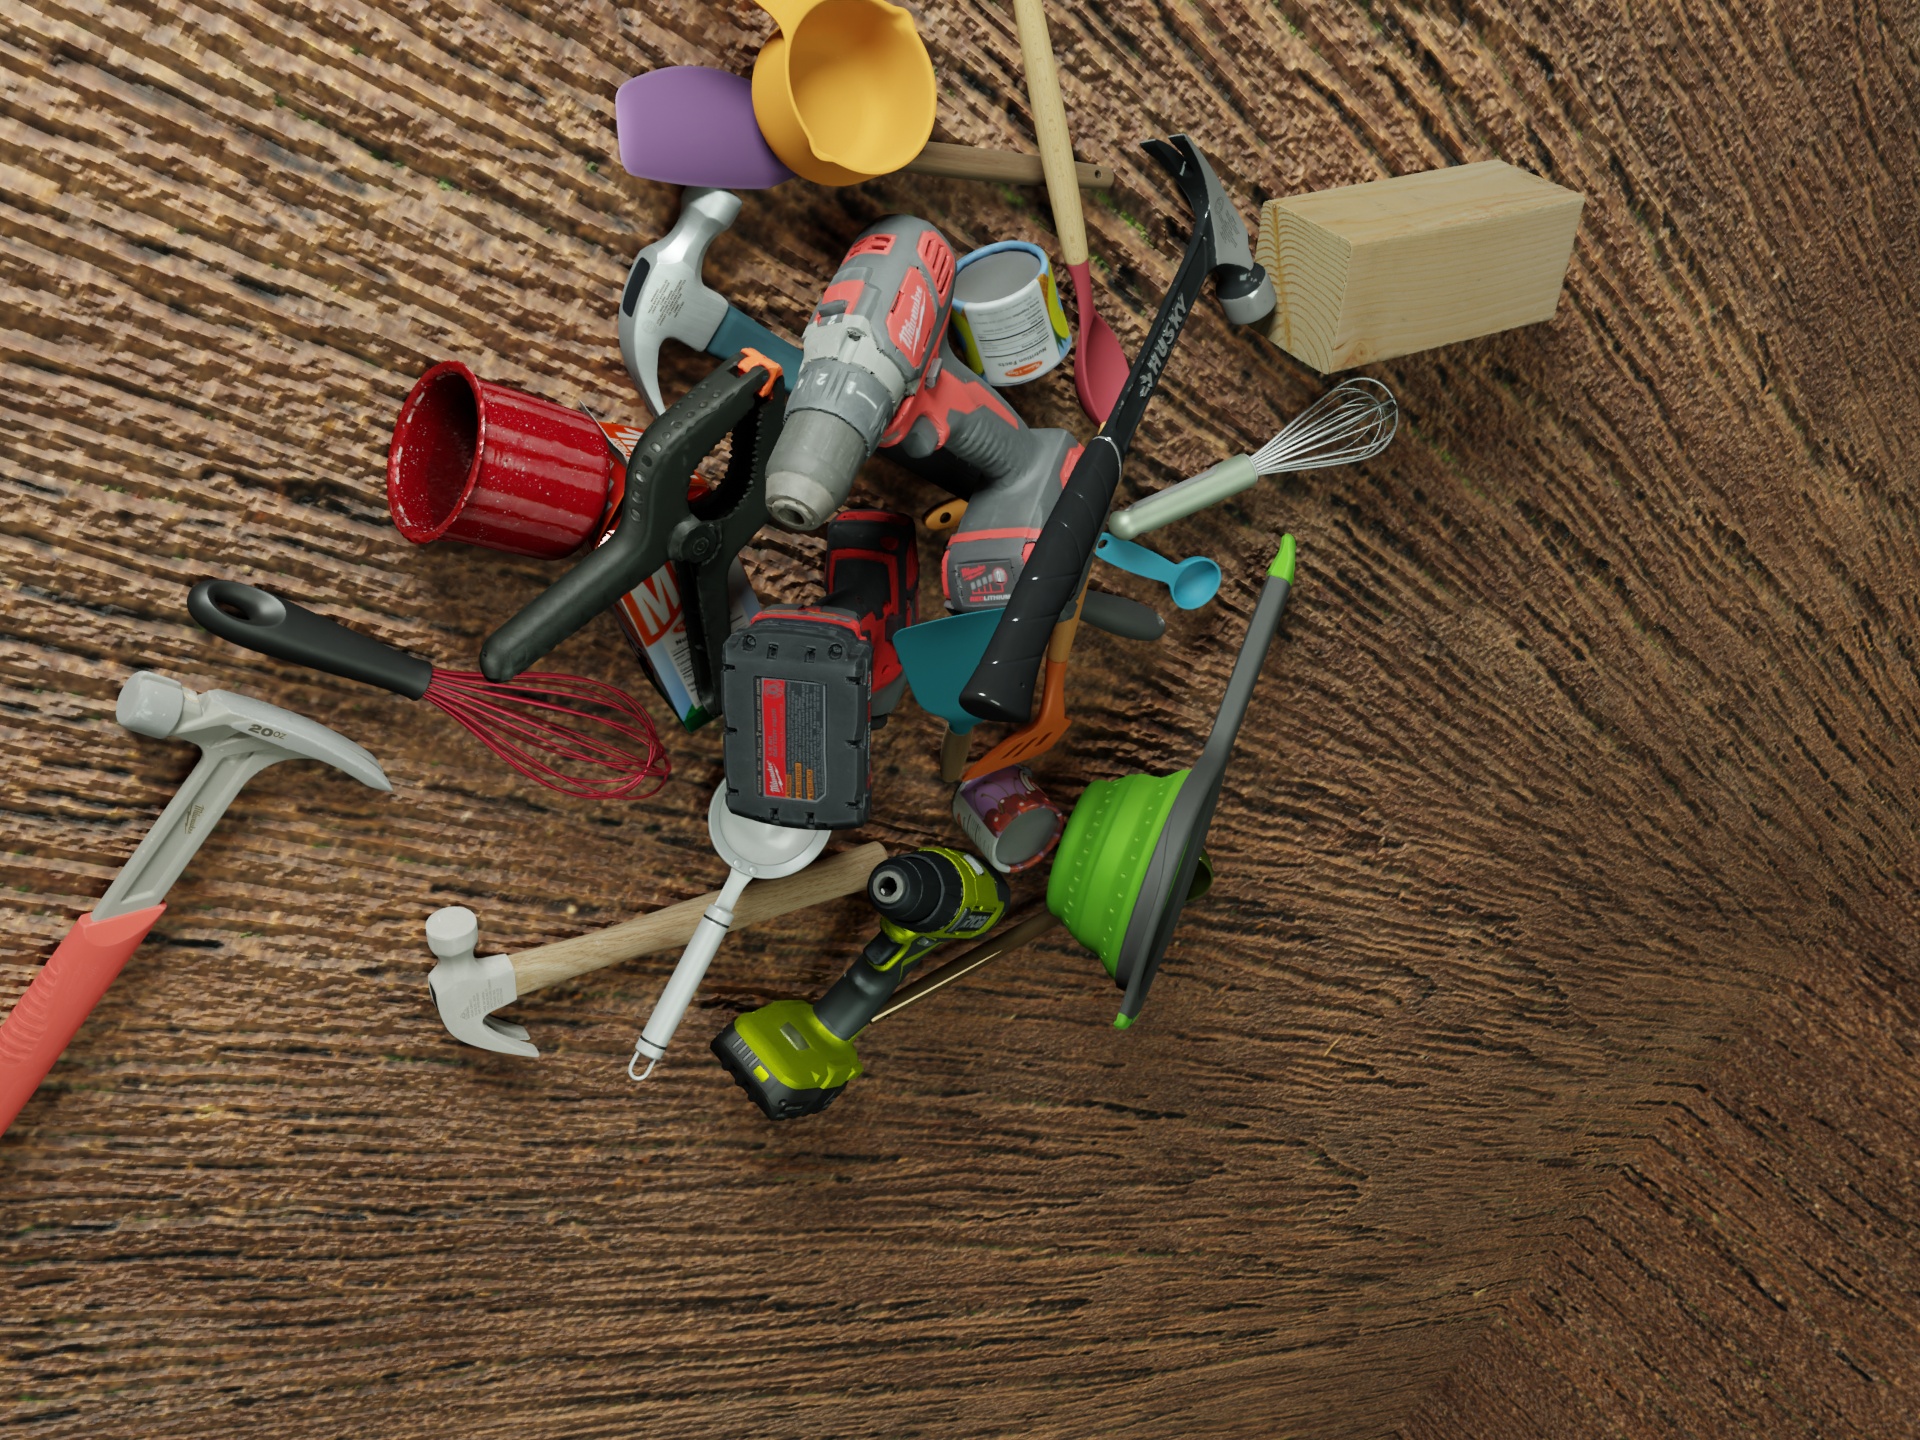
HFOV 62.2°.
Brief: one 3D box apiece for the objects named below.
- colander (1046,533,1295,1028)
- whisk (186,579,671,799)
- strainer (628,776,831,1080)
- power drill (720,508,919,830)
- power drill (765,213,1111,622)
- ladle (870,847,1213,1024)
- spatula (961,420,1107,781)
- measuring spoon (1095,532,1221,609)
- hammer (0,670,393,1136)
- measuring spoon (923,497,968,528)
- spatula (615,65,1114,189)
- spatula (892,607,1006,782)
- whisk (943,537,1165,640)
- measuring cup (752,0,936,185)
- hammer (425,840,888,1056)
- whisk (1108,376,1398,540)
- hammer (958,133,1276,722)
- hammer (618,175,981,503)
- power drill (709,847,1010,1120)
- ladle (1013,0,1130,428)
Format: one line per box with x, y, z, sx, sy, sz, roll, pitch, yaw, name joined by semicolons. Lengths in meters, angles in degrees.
0.154;0.034;1.224;0.204;0.094;0.397;31;79;-76;colander
-0.286;-0.016;0.896;0.295;0.073;0.073;24;107;-40;whisk
-0.161;0.123;1.071;0.086;0.050;0.258;30;83;-22;strainer
-0.070;-0.029;0.938;0.078;0.220;0.143;6;115;8;power drill
-0.014;-0.138;0.879;0.226;0.080;0.188;46;54;-43;power drill
0.068;0.177;1.303;0.320;0.062;0.078;-26;141;-20;ladle
0.064;-0.067;1.073;0.081;0.041;0.322;-19;141;-28;spatula
0.138;-0.117;1.164;0.128;0.021;0.042;18;112;-34;measuring spoon
-0.478;0.137;0.889;0.359;0.037;0.149;-52;137;9;hammer
0.028;-0.145;1.057;0.117;0.011;0.021;-19;133;-24;measuring spoon
-0.039;-0.310;0.865;0.315;0.018;0.060;-7;97;-35;spatula
-0.002;-0.003;1.029;0.082;0.044;0.317;-12;168;-6;spatula
0.072;-0.088;1.116;0.238;0.055;0.055;13;115;-48;whisk
-0.091;-0.338;0.785;0.173;0.052;0.095;36;74;-29;measuring cup
-0.199;0.145;1.107;0.331;0.031;0.130;-15;130;-28;hammer
0.213;-0.185;1.146;0.246;0.058;0.059;-25;100;-14;whisk
0.089;-0.167;0.917;0.149;0.036;0.409;53;52;-41;hammer
-0.058;-0.184;0.940;0.330;0.033;0.128;23;108;-43;hammer
-0.073;0.184;1.163;0.228;0.080;0.190;-48;161;7;power drill
0.064;-0.291;0.928;0.315;0.031;0.069;70;29;-50;ladle
